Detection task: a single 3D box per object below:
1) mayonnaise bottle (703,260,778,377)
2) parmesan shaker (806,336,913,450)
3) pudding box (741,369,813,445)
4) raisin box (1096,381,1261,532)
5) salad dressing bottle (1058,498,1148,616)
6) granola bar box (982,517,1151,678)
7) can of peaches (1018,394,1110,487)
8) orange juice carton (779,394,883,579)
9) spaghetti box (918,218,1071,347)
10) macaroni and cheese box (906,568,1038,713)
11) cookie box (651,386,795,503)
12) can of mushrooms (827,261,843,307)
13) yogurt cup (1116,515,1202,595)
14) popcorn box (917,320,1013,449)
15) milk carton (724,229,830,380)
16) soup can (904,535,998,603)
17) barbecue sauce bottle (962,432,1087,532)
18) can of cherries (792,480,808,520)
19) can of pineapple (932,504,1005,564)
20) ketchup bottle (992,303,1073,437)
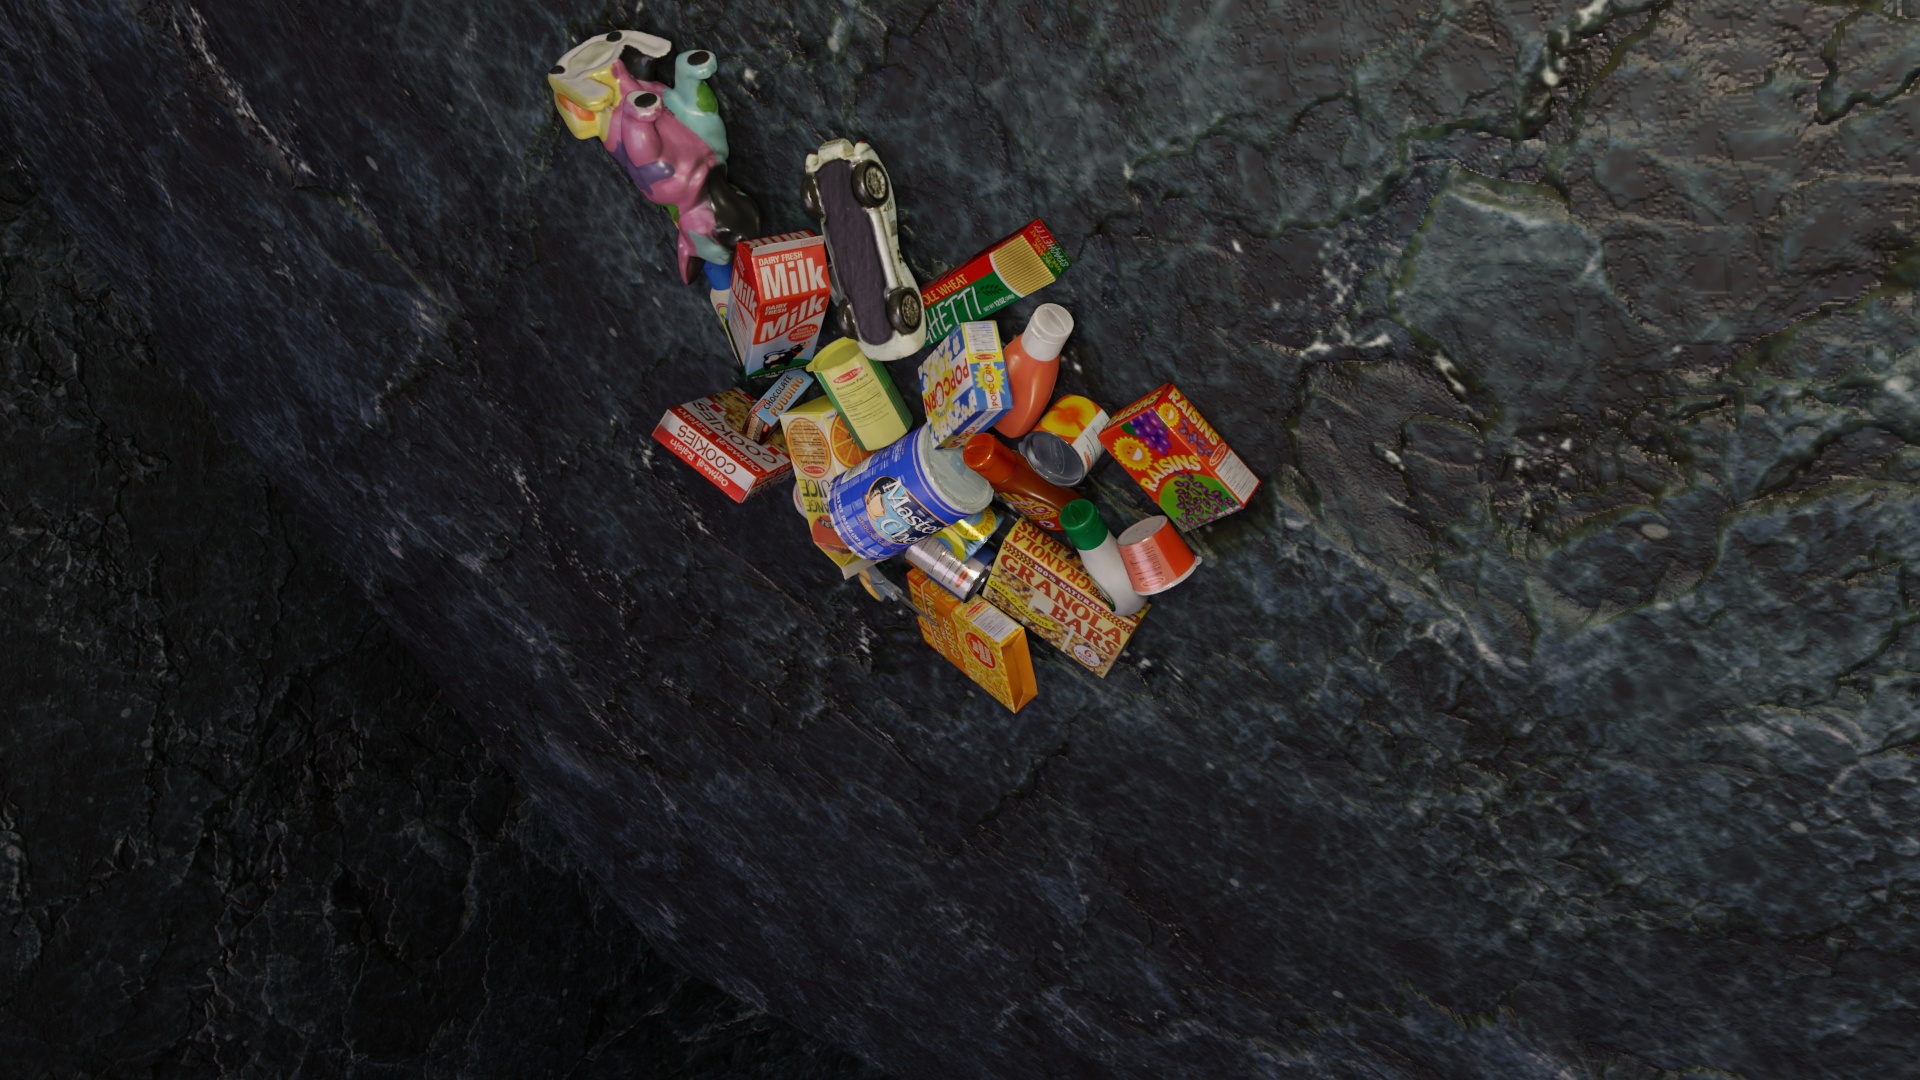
[{"bbox_3d":[-0.231,-0.242,1.465,0.065,0.041,0.147,15,141,38],"label":"mayonnaise bottle"},{"bbox_3d":[-0.102,-0.150,1.417,0.071,0.071,0.102,4,134,44],"label":"parmesan shaker"},{"bbox_3d":[-0.199,-0.148,1.508,0.030,0.084,0.049,38,147,-1],"label":"pudding box"},{"bbox_3d":[0.193,-0.073,1.234,0.123,0.040,0.086,46,148,-11],"label":"raisin box"},{"bbox_3d":[0.140,0.017,1.361,0.147,0.044,0.064,54,-172,-44],"label":"salad dressing bottle"},{"bbox_3d":[0.110,0.064,1.487,0.166,0.039,0.123,34,148,10],"label":"granola bar box"},{"bbox_3d":[0.099,-0.094,1.289,0.071,0.058,0.071,27,146,20],"label":"can of peaches"},{"bbox_3d":[-0.124,-0.058,1.500,0.073,0.072,0.192,4,115,43],"label":"orange juice carton"},{"bbox_3d":[0.002,-0.222,1.259,0.050,0.029,0.249,51,146,-16],"label":"spaghetti box"},{"bbox_3d":[0.012,0.109,1.605,0.167,0.040,0.123,35,152,37],"label":"macaroni and cheese box"},{"bbox_3d":[-0.246,-0.108,1.535,0.123,0.168,0.040,37,113,6],"label":"cookie box"},{"bbox_3d":[-0.098,-0.247,1.328,0.071,0.033,0.070,27,146,20],"label":"can of mushrooms"},{"bbox_3d":[0.185,0.012,1.326,0.072,0.073,0.054,-10,115,51],"label":"yogurt cup"},{"bbox_3d":[0.003,-0.142,1.290,0.126,0.038,0.085,146,115,-66],"label":"popcorn box"},{"bbox_3d":[-0.177,-0.237,1.347,0.189,0.072,0.073,120,131,-64],"label":"milk carton"},{"bbox_3d":[-0.009,0.019,1.535,0.084,0.072,0.071,35,148,9],"label":"soup can"},{"bbox_3d":[0.060,-0.056,1.333,0.065,0.044,0.148,4,159,41],"label":"barbecue sauce bottle"},{"bbox_3d":[-0.148,-0.059,1.584,0.071,0.072,0.058,44,146,-6],"label":"can of cherries"},{"bbox_3d":[0.005,-0.018,1.470,0.058,0.071,0.070,41,148,-1],"label":"can of pineapple"},{"bbox_3d":[0.061,-0.156,1.263,0.065,0.044,0.148,52,150,14],"label":"ketchup bottle"}]
